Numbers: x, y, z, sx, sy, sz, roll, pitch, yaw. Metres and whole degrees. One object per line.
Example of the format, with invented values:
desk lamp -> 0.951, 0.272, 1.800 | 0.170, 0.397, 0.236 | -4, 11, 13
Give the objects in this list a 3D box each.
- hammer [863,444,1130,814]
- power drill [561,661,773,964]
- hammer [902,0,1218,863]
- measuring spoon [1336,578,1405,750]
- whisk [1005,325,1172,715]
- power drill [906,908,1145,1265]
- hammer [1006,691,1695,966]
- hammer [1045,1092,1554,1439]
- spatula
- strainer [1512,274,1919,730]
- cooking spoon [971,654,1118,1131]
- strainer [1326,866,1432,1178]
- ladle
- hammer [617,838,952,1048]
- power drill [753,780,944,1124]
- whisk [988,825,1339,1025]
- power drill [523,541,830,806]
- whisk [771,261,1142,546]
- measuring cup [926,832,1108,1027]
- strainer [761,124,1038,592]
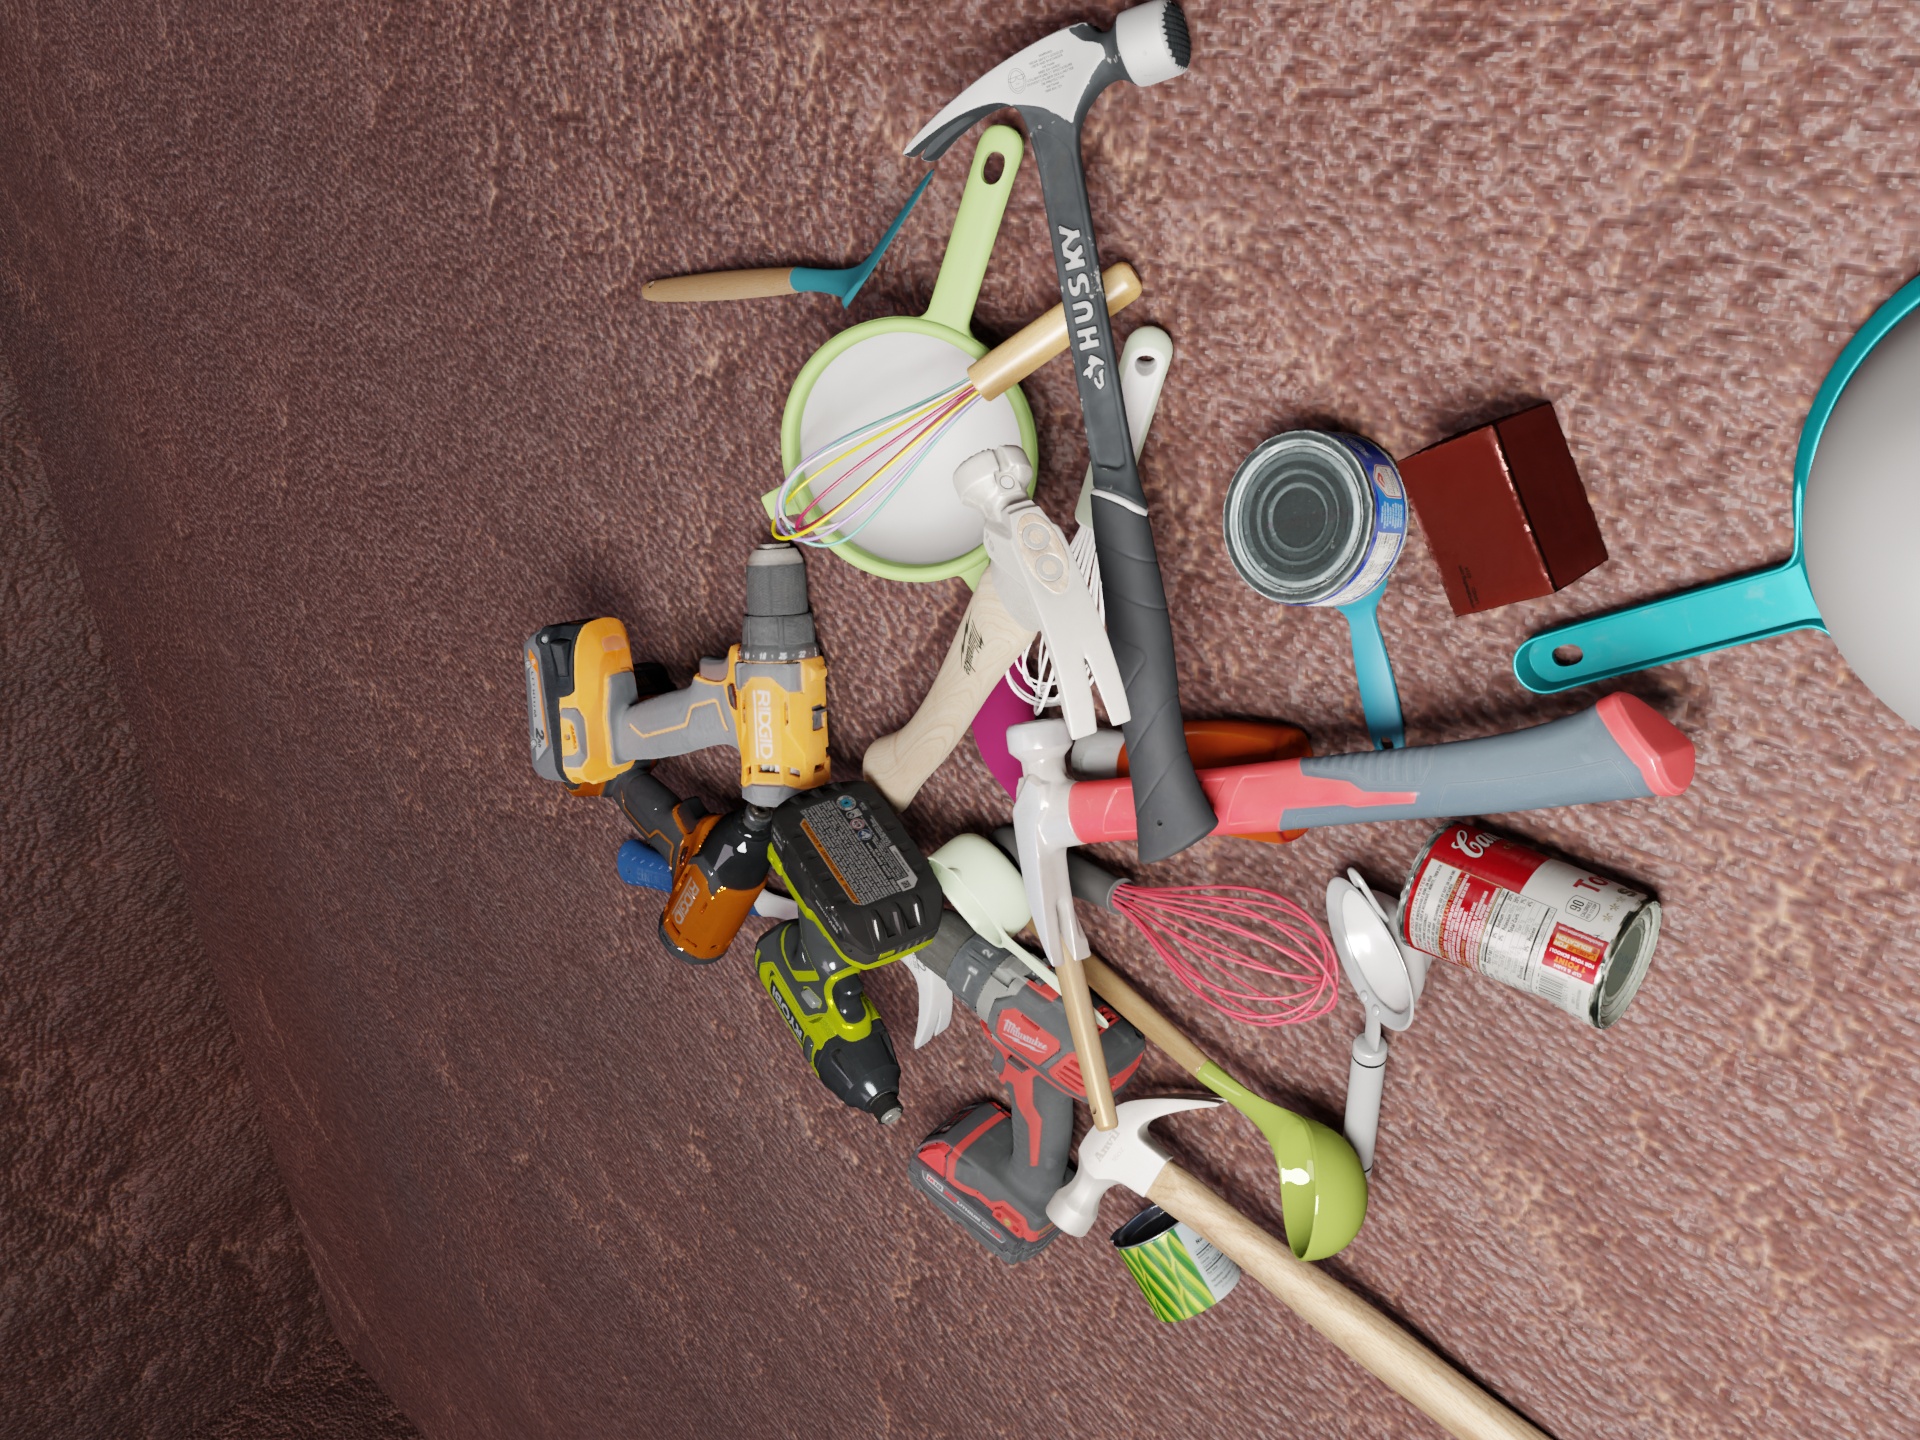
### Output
hammer -> -0.001, -0.003, 0.931 | 0.410, 0.038, 0.146 | 125, 125, -68
power drill -> -0.229, 0.061, 1.264 | 0.227, 0.084, 0.164 | 52, 131, 23
hammer -> 0.071, -0.129, 0.793 | 0.149, 0.036, 0.409 | -7, 97, 31
measuring spoon -> 0.201, -0.032, 0.801 | 0.042, 0.021, 0.128 | -2, 108, 49
whisk -> 0.073, -0.104, 0.885 | 0.058, 0.059, 0.246 | 13, 126, -3
power drill -> 0.025, 0.250, 1.120 | 0.188, 0.080, 0.226 | 33, 130, 28
hammer -> 0.170, 0.052, 0.795 | 0.386, 0.038, 0.143 | -9, 90, 48
hammer -> 0.216, 0.347, 0.969 | 0.331, 0.031, 0.130 | 34, 99, 21
spatula -> -0.122, -0.284, 0.994 | 0.318, 0.082, 0.044 | 13, 159, 48
strainer -> 0.339, -0.047, 0.582 | 0.340, 0.095, 0.211 | -19, 97, 50
cooking spoon -> 0.052, 0.091, 0.977 | 0.069, 0.017, 0.319 | -27, 72, 52
strainer -> 0.228, 0.175, 0.881 | 0.087, 0.050, 0.258 | -121, 22, -52
ladle -> 0.123, 0.204, 0.982 | 0.320, 0.062, 0.078 | 39, 138, 37
hammer -> -0.155, 0.155, 1.297 | 0.406, 0.035, 0.144 | 9, 117, 45
power drill -> -0.079, 0.165, 1.106 | 0.171, 0.080, 0.223 | 52, 148, 33
whisk -> 0.110, 0.112, 0.953 | 0.296, 0.073, 0.073 | 20, 126, 51
power drill -> -0.201, -0.035, 1.150 | 0.226, 0.084, 0.185 | 2, 100, 22
whisk -> -0.007, -0.165, 0.856 | 0.245, 0.047, 0.051 | -32, 98, 20
measuring cup -> 0.045, 0.133, 1.020 | 0.168, 0.038, 0.083 | 39, 162, 32
strainer -> -0.008, -0.207, 0.902 | 0.151, 0.069, 0.256 | 22, 112, 7
